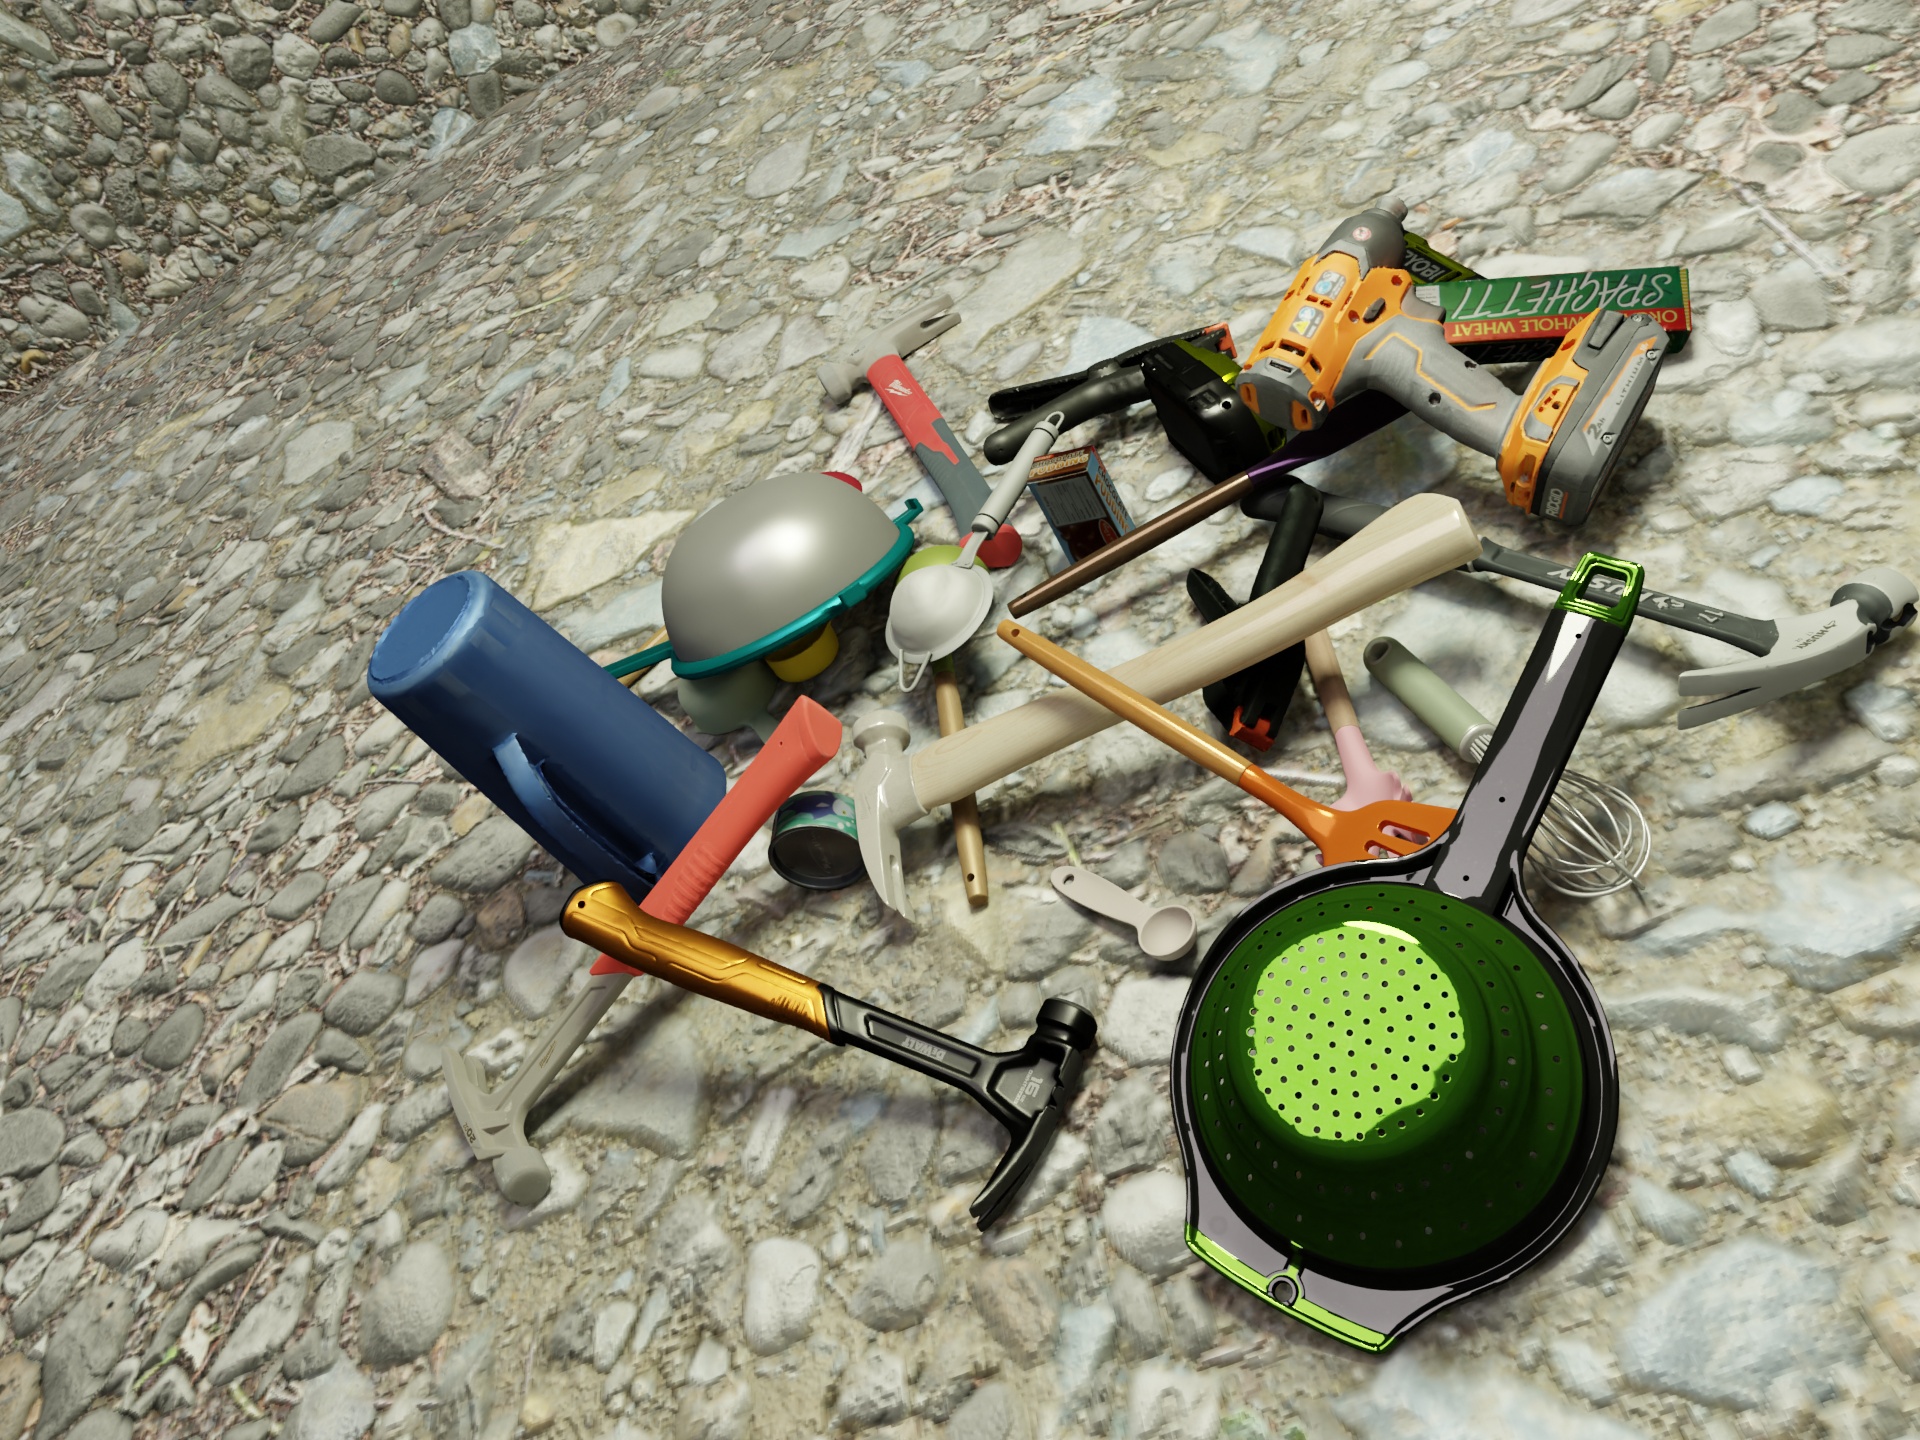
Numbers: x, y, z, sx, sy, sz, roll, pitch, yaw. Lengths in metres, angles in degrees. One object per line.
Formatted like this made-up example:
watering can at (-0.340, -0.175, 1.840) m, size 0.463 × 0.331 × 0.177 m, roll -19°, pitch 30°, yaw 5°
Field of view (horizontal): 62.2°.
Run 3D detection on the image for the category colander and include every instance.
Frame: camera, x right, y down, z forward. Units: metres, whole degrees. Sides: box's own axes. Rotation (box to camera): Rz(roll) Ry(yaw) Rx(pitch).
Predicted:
colander at (0.219, 0.079, 0.722) m, size 0.205 × 0.094 × 0.397 m, roll 22°, pitch 78°, yaw 31°

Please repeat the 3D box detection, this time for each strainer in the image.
strainer at (0.012, -0.132, 1.119) m, size 0.087 × 0.050 × 0.258 m, roll 6°, pitch 53°, yaw 40°
strainer at (-0.202, -0.105, 1.221) m, size 0.340 × 0.095 × 0.211 m, roll -20°, pitch 21°, yaw 22°

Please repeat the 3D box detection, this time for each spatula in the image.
spatula at (0.171, -0.149, 1.067) m, size 0.316 × 0.018 × 0.060 m, roll -29°, pitch 29°, yaw 10°
spatula at (0.136, 0.015, 0.872) m, size 0.323 × 0.041 × 0.081 m, roll 33°, pitch 84°, yaw 32°

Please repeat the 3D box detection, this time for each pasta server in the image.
pasta server at (0.218, -0.015, 0.938) m, size 0.060 × 0.040 × 0.317 m, roll -34°, pitch 36°, yaw 24°

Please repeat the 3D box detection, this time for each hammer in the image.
hammer at (0.111, -0.015, 0.945) m, size 0.410 × 0.038 × 0.146 m, roll -26°, pitch 51°, yaw 22°
hammer at (-0.012, -0.244, 1.329) m, size 0.143 × 0.038 × 0.387 m, roll -31°, pitch 39°, yaw 2°
hammer at (-0.097, 0.167, 0.909) m, size 0.337 × 0.034 × 0.127 m, roll 17°, pitch 61°, yaw 25°
hammer at (-0.203, 0.130, 1.026) m, size 0.359 × 0.036 × 0.149 m, roll -52°, pitch 41°, yaw 3°
hammer at (0.312, -0.090, 0.927) m, size 0.149 × 0.036 × 0.409 m, roll -26°, pitch 31°, yaw -25°

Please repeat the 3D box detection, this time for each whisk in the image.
whisk at (0.285, 0.017, 0.857) m, size 0.058 × 0.059 × 0.247 m, roll -47°, pitch 33°, yaw 12°

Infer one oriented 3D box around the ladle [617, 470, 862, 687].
ladle at (-0.207, -0.107, 1.339) m, size 0.315 × 0.031 × 0.069 m, roll -44°, pitch 41°, yaw -8°

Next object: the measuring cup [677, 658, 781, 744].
measuring cup at (-0.162, -0.012, 1.199) m, size 0.083 × 0.038 × 0.168 m, roll -42°, pitch 38°, yaw -8°

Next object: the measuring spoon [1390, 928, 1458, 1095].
measuring spoon at (0.233, 0.126, 0.799) m, size 0.042 × 0.021 × 0.129 m, roll -13°, pitch 46°, yaw 25°

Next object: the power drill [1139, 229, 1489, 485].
power drill at (0.251, -0.269, 1.143) m, size 0.223 × 0.080 × 0.171 m, roll -31°, pitch 40°, yaw -1°

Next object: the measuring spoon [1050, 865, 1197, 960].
measuring spoon at (0.094, 0.111, 0.923) m, size 0.034 × 0.018 × 0.124 m, roll -47°, pitch 34°, yaw -14°

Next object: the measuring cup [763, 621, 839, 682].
measuring cup at (-0.124, -0.077, 1.258) m, size 0.062 × 0.029 × 0.157 m, roll -26°, pitch 28°, yaw 9°

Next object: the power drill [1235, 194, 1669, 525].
power drill at (0.306, -0.230, 0.980) m, size 0.227 × 0.084 × 0.164 m, roll 27°, pitch 80°, yaw 21°

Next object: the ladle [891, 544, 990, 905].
ladle at (-0.002, -0.003, 1.088) m, size 0.078 × 0.062 × 0.321 m, roll -25°, pitch 47°, yaw 18°
